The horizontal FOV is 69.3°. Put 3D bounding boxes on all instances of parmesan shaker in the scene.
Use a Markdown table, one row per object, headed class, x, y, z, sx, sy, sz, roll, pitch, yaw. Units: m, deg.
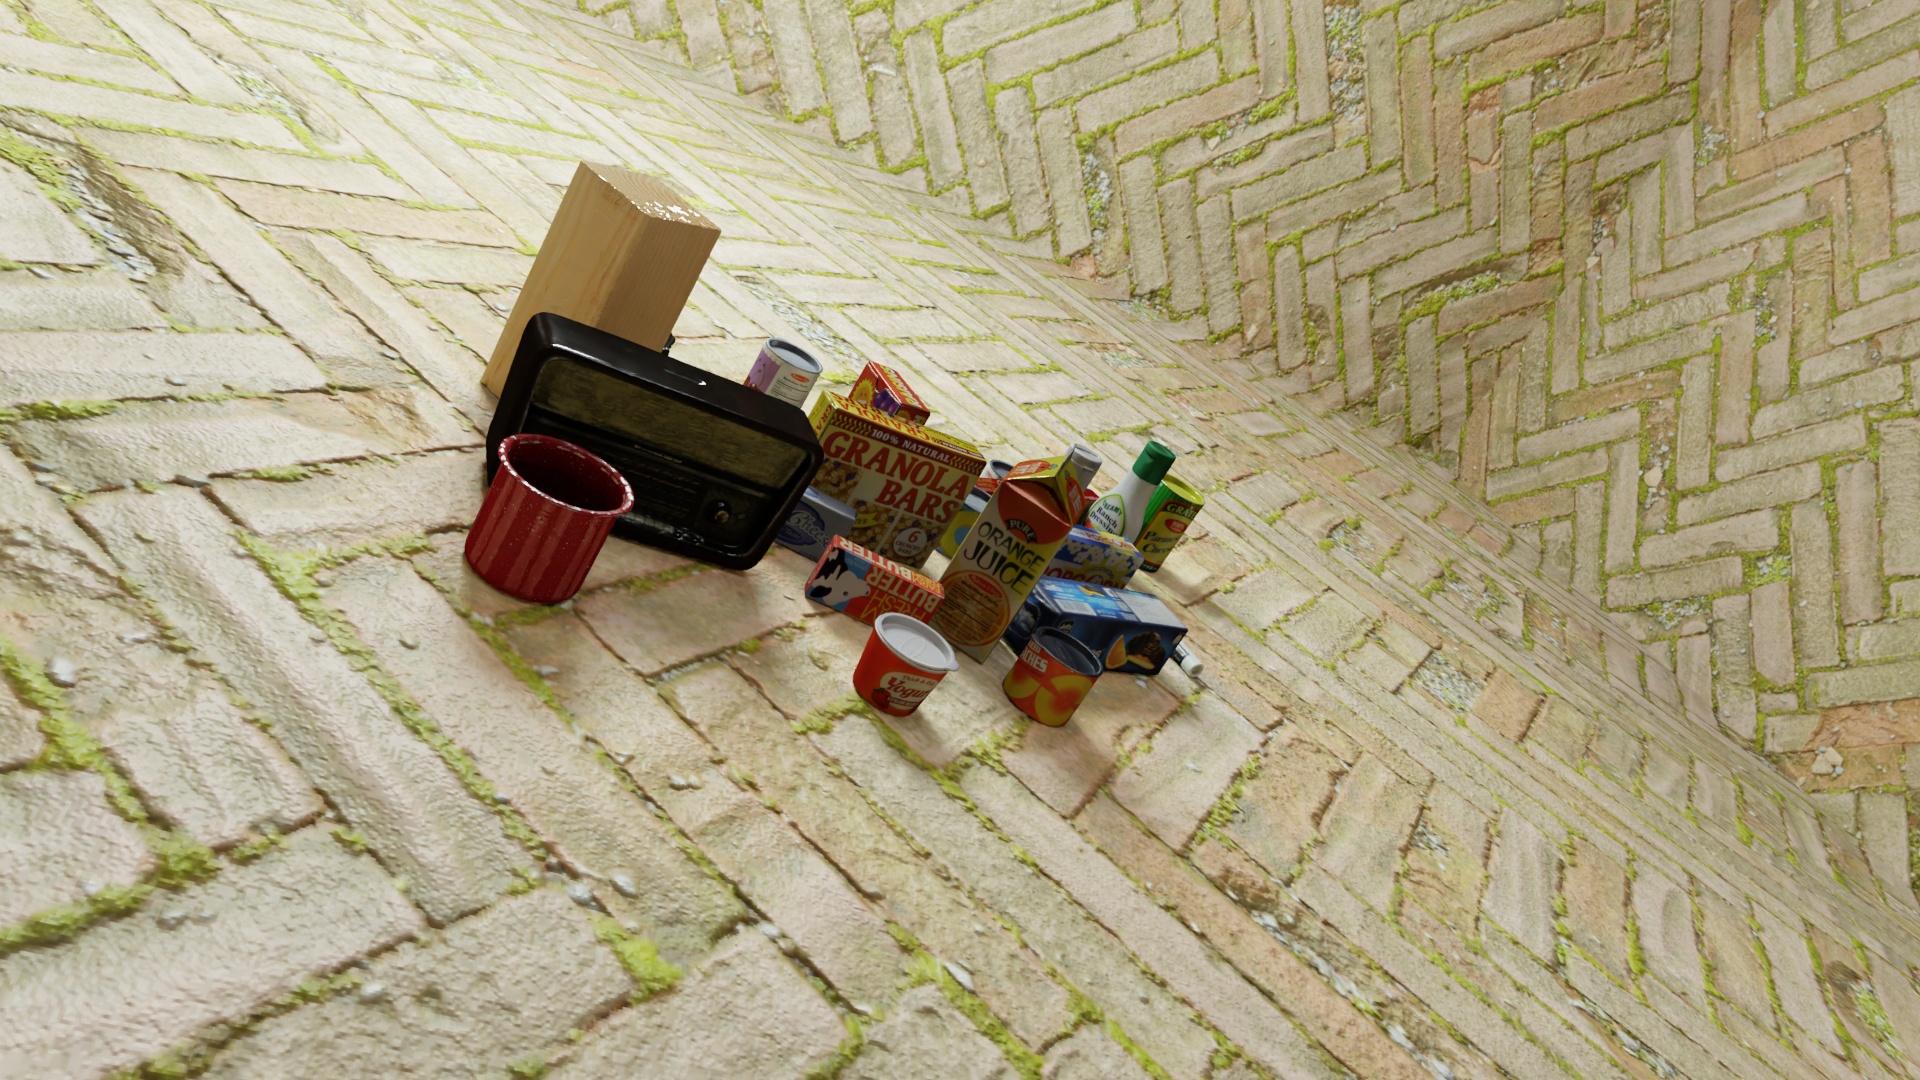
| class | x | y | z | sx | sy | sz | roll | pitch | yaw |
| --- | --- | --- | --- | --- | --- | --- | --- | --- | --- |
| parmesan shaker | 0.235 | -0.020 | 1.642 | 0.071 | 0.102 | 0.071 | 28 | 20 | -11 |

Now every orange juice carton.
| class | x | y | z | sx | sy | sz | roll | pitch | yaw |
| --- | --- | --- | --- | --- | --- | --- | --- | --- | --- |
| orange juice carton | 0.045 | 0.003 | 1.190 | 0.073 | 0.192 | 0.072 | 33 | 20 | 4 |

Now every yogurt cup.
| class | x | y | z | sx | sy | sz | roll | pitch | yaw |
| --- | --- | --- | --- | --- | --- | --- | --- | --- | --- |
| yogurt cup | -0.046 | 0.095 | 1.047 | 0.072 | 0.053 | 0.073 | 28 | 21 | -11 |

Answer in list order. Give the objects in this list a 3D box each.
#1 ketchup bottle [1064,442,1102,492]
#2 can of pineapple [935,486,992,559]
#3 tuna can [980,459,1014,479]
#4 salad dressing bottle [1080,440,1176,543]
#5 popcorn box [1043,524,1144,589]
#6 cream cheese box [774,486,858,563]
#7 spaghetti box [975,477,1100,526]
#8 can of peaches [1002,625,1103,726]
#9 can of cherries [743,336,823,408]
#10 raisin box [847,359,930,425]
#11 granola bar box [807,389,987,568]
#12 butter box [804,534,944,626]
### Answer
| class | x | y | z | sx | sy | sz | roll | pitch | yaw |
| --- | --- | --- | --- | --- | --- | --- | --- | --- | --- |
| ketchup bottle | 0.088 | -0.027 | 1.381 | 0.065 | 0.148 | 0.044 | 21 | 22 | -27 |
| can of pineapple | 0.005 | -0.017 | 1.372 | 0.071 | 0.057 | 0.071 | 28 | 20 | -11 |
| tuna can | 0.056 | -0.059 | 1.578 | 0.071 | 0.032 | 0.071 | 28 | 21 | -11 |
| salad dressing bottle | 0.188 | -0.043 | 1.563 | 0.044 | 0.147 | 0.064 | 8 | 31 | -49 |
| popcorn box | 0.110 | 0.029 | 1.376 | 0.127 | 0.085 | 0.038 | 14 | 26 | -39 |
| cream cheese box | -0.145 | -0.024 | 1.180 | 0.104 | 0.053 | 0.024 | 27 | 20 | -12 |
| spaghetti box | 0.073 | -0.037 | 1.525 | 0.029 | 0.050 | 0.250 | 44 | 23 | 29 |
| can of peaches | 0.075 | 0.114 | 1.171 | 0.071 | 0.058 | 0.071 | 28 | 20 | -11 |
| can of cherries | -0.187 | -0.171 | 1.453 | 0.071 | 0.058 | 0.072 | 28 | 20 | -11 |
| raisin box | -0.088 | -0.097 | 1.331 | 0.040 | 0.123 | 0.086 | 16 | 25 | -37 |
| granola bar box | -0.076 | -0.051 | 1.241 | 0.165 | 0.123 | 0.039 | 18 | 24 | -34 |
| butter box | -0.070 | 0.041 | 1.139 | 0.103 | 0.053 | 0.024 | 26 | 21 | -16 |
